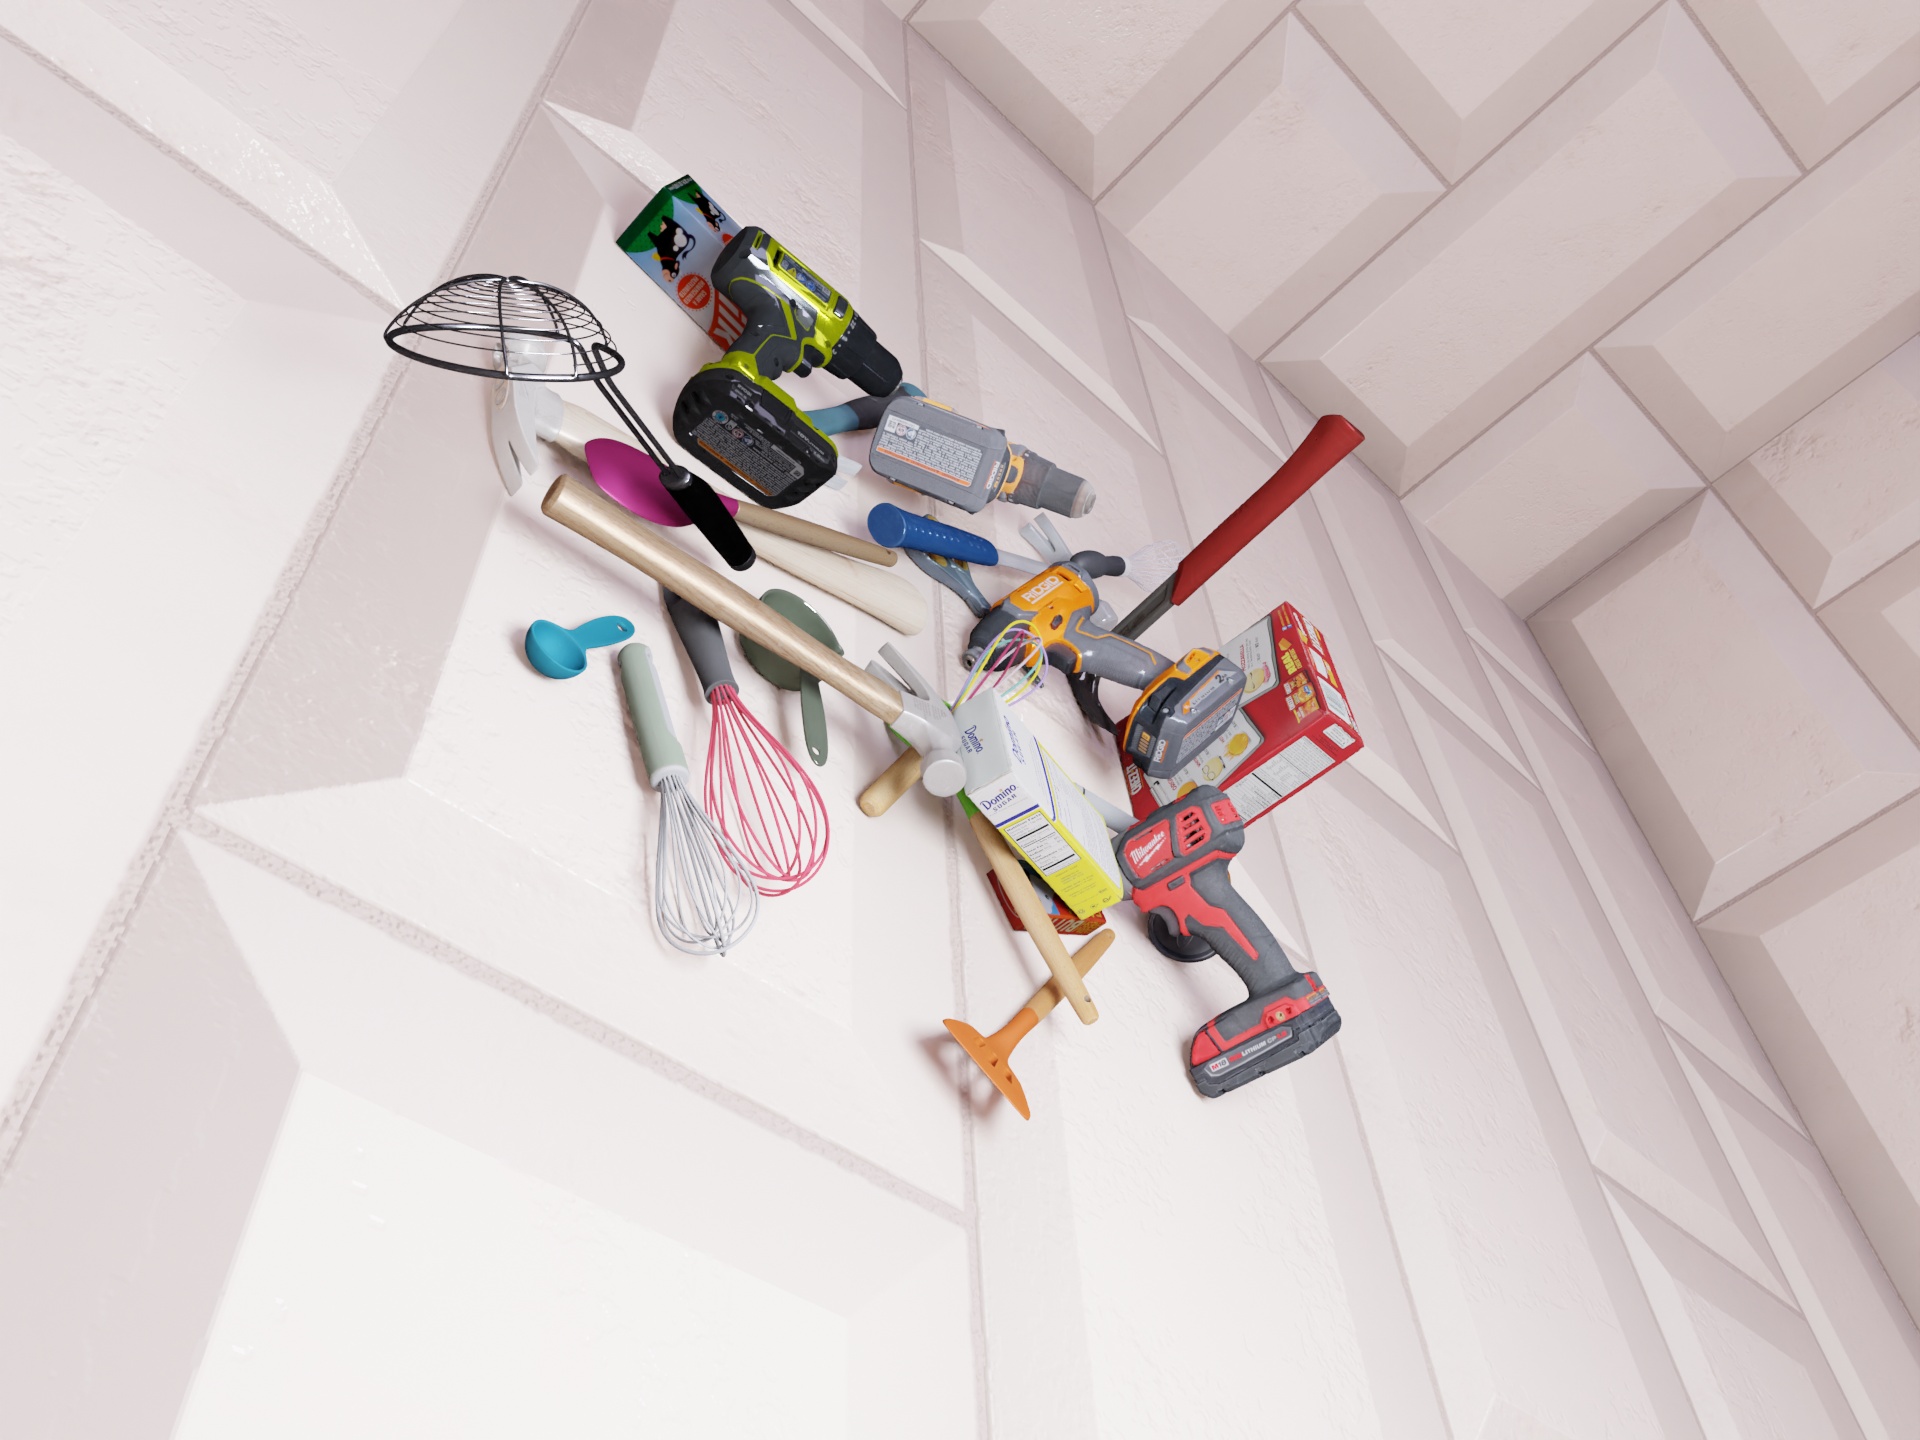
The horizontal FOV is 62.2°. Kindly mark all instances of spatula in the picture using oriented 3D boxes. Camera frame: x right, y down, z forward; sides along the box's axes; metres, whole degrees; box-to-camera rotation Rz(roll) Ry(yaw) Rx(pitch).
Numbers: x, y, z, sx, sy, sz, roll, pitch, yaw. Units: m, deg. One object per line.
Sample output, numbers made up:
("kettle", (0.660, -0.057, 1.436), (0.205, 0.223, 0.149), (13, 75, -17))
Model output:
("spatula", (0.063, 0.197, 1.124), (0.081, 0.041, 0.322), (49, 24, 7))

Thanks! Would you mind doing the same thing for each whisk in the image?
("whisk", (-0.152, -0.004, 1.038), (0.073, 0.073, 0.296), (23, 31, -43))
("whisk", (-0.172, 0.041, 0.957), (0.057, 0.059, 0.247), (80, -11, -51))
("whisk", (0.186, -0.166, 1.734), (0.070, 0.070, 0.284), (57, 27, 15))
("whisk", (-0.003, -0.006, 1.210), (0.051, 0.047, 0.245), (25, 45, 21))

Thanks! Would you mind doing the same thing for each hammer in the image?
("hammer", (-0.175, -0.149, 1.220), (0.410, 0.038, 0.146), (26, 35, -40))
("hammer", (-0.104, -0.295, 1.532), (0.128, 0.033, 0.331), (49, 25, 1))
("hammer", (0.029, -0.163, 1.531), (0.144, 0.035, 0.405), (58, 22, 18))
("hammer", (0.234, -0.146, 1.490), (0.036, 0.359, 0.149), (27, 31, -38))
("hammer", (-0.133, -0.066, 1.076), (0.331, 0.031, 0.130), (33, 20, -25))

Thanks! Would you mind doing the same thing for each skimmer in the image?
("skimmer", (-0.217, -0.159, 0.997), (0.127, 0.090, 0.363), (19, -16, 22))

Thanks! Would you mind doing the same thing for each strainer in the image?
("strainer", (0.088, 0.055, 1.319), (0.258, 0.050, 0.087), (31, 6, -24))

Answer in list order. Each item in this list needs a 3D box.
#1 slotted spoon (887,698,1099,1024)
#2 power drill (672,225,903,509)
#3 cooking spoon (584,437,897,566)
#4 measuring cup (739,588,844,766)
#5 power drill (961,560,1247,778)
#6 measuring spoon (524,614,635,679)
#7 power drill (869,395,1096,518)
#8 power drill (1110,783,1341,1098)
("slotted spoon", (0.026, 0.091, 1.185), (0.070, 0.031, 0.314), (-4, 51, -36))
("power drill", (-0.141, -0.291, 1.348), (0.190, 0.080, 0.229), (36, 45, -26))
("cooking spoon", (-0.154, -0.155, 1.201), (0.318, 0.017, 0.069), (12, 49, -51))
("measuring cup", (-0.120, -0.023, 1.137), (0.083, 0.038, 0.168), (28, 35, -37))
("power drill", (0.120, -0.045, 1.414), (0.227, 0.084, 0.164), (34, 47, 24))
("measuring spoon", (-0.240, -0.048, 1.008), (0.042, 0.021, 0.128), (49, 16, 0))
("power drill", (0.026, -0.241, 1.520), (0.185, 0.084, 0.226), (23, 11, 12))
("power drill", (0.192, 0.176, 1.260), (0.078, 0.143, 0.220), (-5, 65, -61))
